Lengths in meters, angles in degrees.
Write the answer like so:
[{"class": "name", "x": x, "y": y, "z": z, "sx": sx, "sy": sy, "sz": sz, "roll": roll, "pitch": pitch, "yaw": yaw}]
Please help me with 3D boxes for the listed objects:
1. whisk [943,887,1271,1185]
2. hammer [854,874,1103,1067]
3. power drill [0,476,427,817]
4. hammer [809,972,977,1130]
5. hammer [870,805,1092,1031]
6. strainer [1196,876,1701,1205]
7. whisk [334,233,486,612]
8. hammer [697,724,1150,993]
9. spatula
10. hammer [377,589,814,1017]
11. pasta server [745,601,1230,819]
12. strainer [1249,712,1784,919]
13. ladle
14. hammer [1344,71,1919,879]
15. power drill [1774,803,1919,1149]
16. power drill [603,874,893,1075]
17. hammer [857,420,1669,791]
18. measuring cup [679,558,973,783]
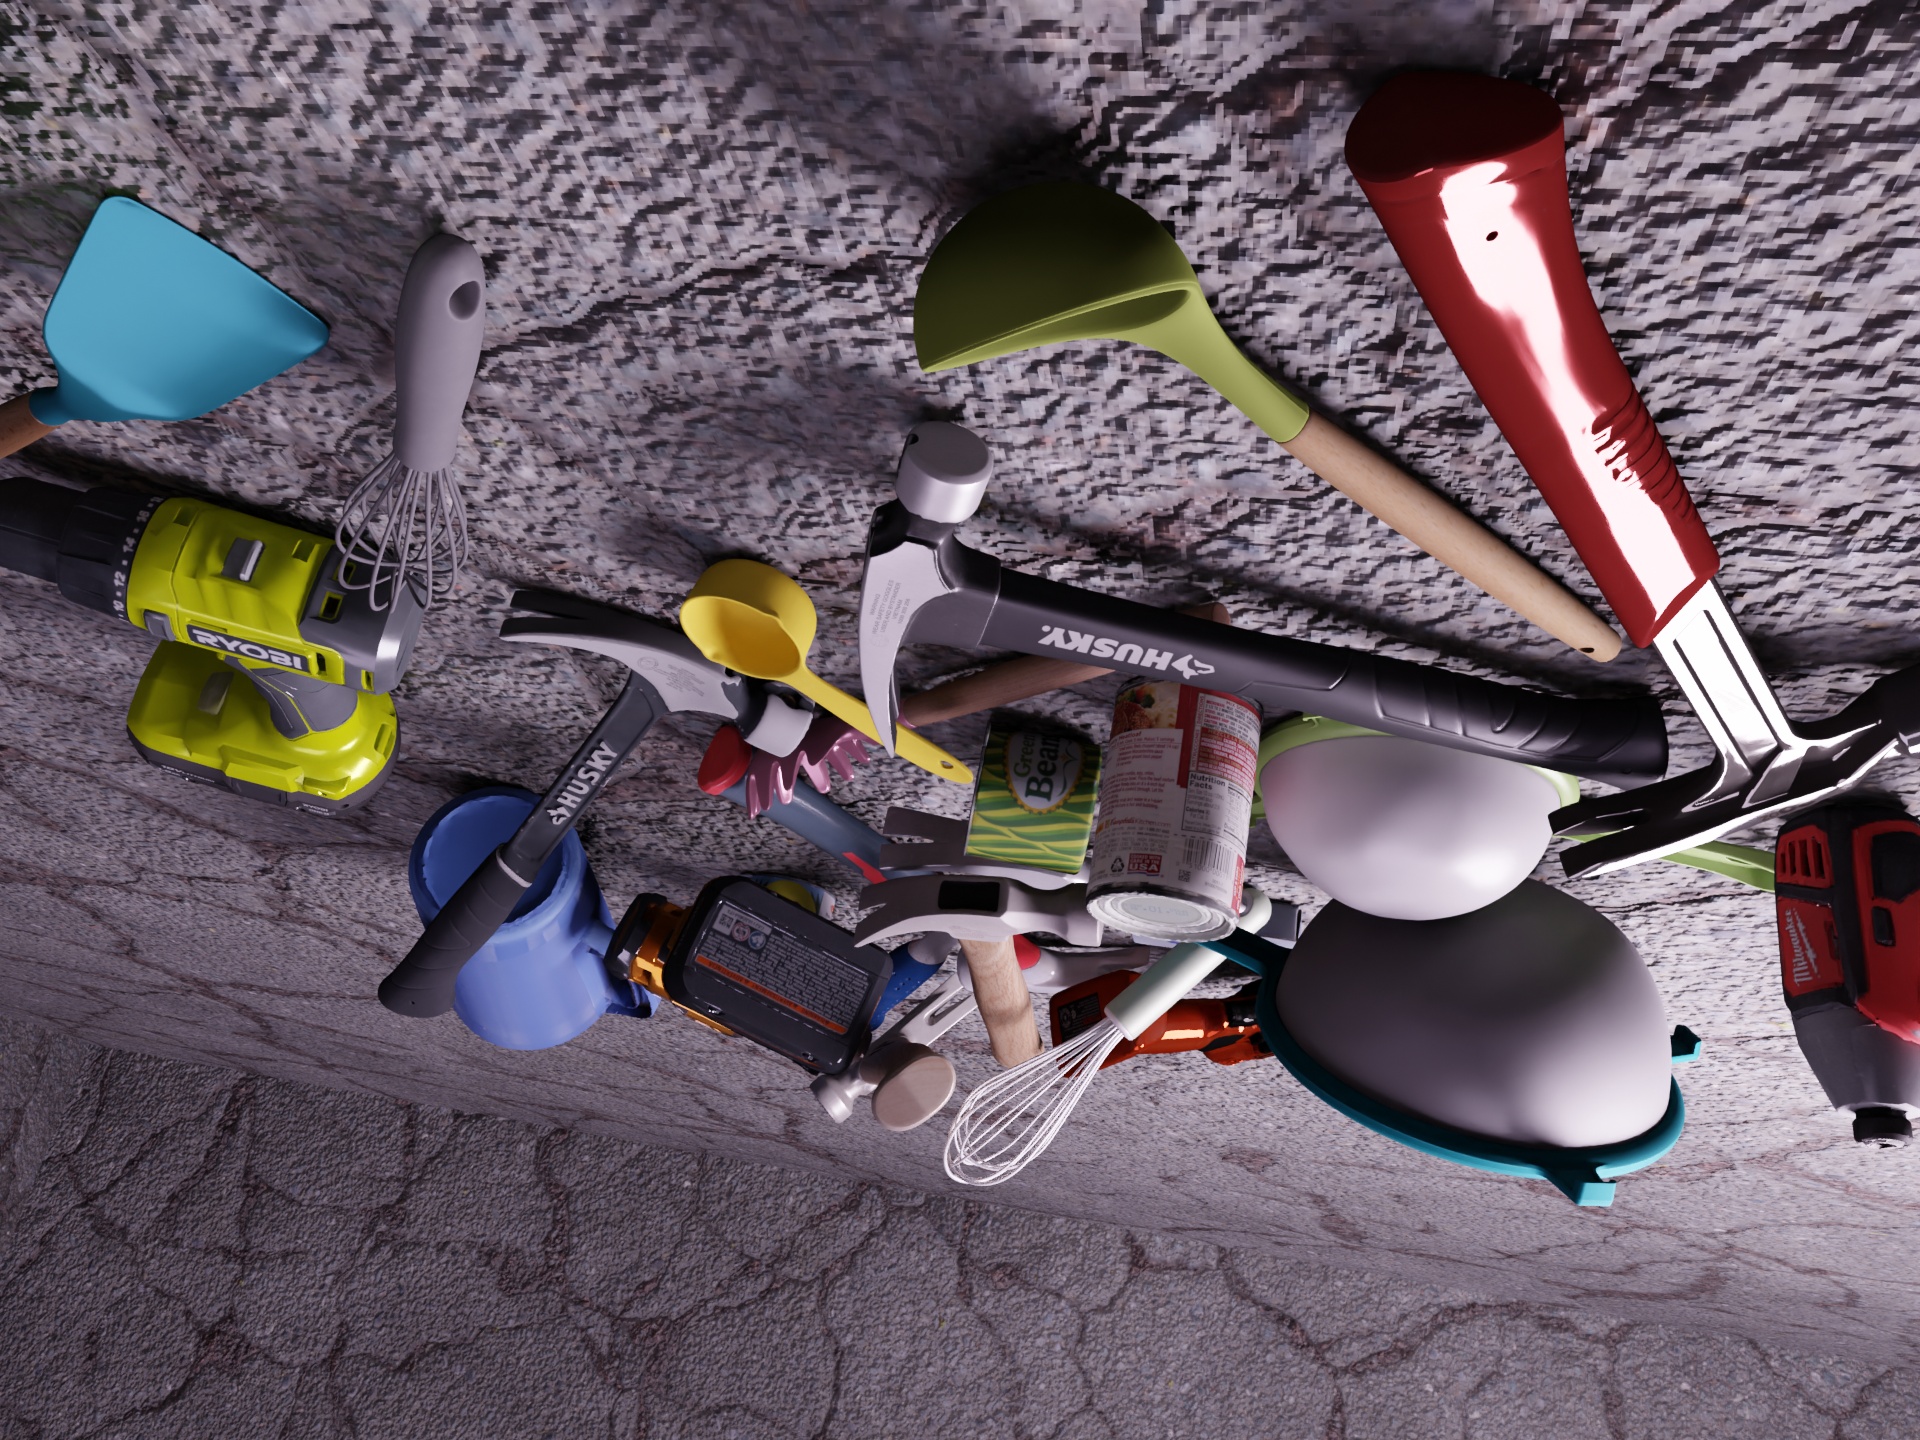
[{"class": "whisk", "x": 0.087, "y": 0.183, "z": 0.927, "sx": 0.059, "sy": 0.246, "sz": 0.058, "roll": 54, "pitch": 174, "yaw": -37}, {"class": "hammer", "x": 0.020, "y": 0.152, "z": 0.917, "sx": 0.130, "sy": 0.031, "sz": 0.331, "roll": 5, "pitch": 156, "yaw": 8}, {"class": "power drill", "x": -0.367, "y": -0.037, "z": 0.790, "sx": 0.190, "sy": 0.080, "sz": 0.228, "roll": 16, "pitch": 154, "yaw": -11}, {"class": "hammer", "x": -0.031, "y": 0.225, "z": 1.064, "sx": 0.038, "sy": 0.146, "sz": 0.410, "roll": 52, "pitch": 169, "yaw": 4}, {"class": "hammer", "x": -0.023, "y": 0.138, "z": 0.984, "sx": 0.144, "sy": 0.035, "sz": 0.405, "roll": 14, "pitch": 155, "yaw": -13}, {"class": "strainer", "x": 0.210, "y": 0.108, "z": 0.827, "sx": 0.341, "sy": 0.095, "sz": 0.211, "roll": 22, "pitch": -156, "yaw": 31}, {"class": "whisk", "x": -0.203, "y": -0.103, "z": 0.594, "sx": 0.055, "sy": 0.055, "sz": 0.239, "roll": 18, "pitch": 152, "yaw": -15}, {"class": "hammer", "x": -0.020, "y": 0.099, "z": 0.985, "sx": 0.143, "sy": 0.038, "sz": 0.385, "roll": -4, "pitch": 152, "yaw": 31}, {"class": "spatula", "x": -0.369, "y": -0.130, "z": 0.641, "sx": 0.317, "sy": 0.044, "sz": 0.082, "roll": -3, "pitch": 154, "yaw": 42}, {"class": "hammer", "x": -0.243, "y": 0.069, "z": 0.874, "sx": 0.149, "sy": 0.036, "sz": 0.409, "roll": 27, "pitch": 135, "yaw": -22}, {"class": "pasta server", "x": -0.001, "y": -0.002, "z": 0.740, "sx": 0.316, "sy": 0.040, "sz": 0.060, "roll": -17, "pitch": -179, "yaw": 45}, {"class": "strainer", "x": 0.255, "y": 0.066, "z": 0.732, "sx": 0.256, "sy": 0.069, "sz": 0.151, "roll": 13, "pitch": 157, "yaw": 1}, {"class": "ladle", "x": 0.118, "y": -0.071, "z": 0.500, "sx": 0.319, "sy": 0.062, "sz": 0.078, "roll": 25, "pitch": 162, "yaw": -34}, {"class": "hammer", "x": 0.200, "y": -0.053, "z": 0.490, "sx": 0.149, "sy": 0.037, "sz": 0.358, "roll": -25, "pitch": 139, "yaw": 27}, {"class": "power drill", "x": 0.404, "y": 0.079, "z": 0.601, "sx": 0.078, "sy": 0.143, "sz": 0.219, "roll": 14, "pitch": 155, "yaw": -11}, {"class": "power drill", "x": -0.114, "y": 0.166, "z": 0.978, "sx": 0.185, "sy": 0.084, "sz": 0.226, "roll": 30, "pitch": 162, "yaw": -15}, {"class": "hammer", "x": 0.122, "y": -0.016, "z": 0.618, "sx": 0.334, "sy": 0.035, "sz": 0.146, "roll": 12, "pitch": 138, "yaw": -10}, {"class": "measuring cup", "x": -0.052, "y": -0.020, "z": 0.704, "sx": 0.156, "sy": 0.029, "sz": 0.062, "roll": 34, "pitch": 149, "yaw": -24}]
